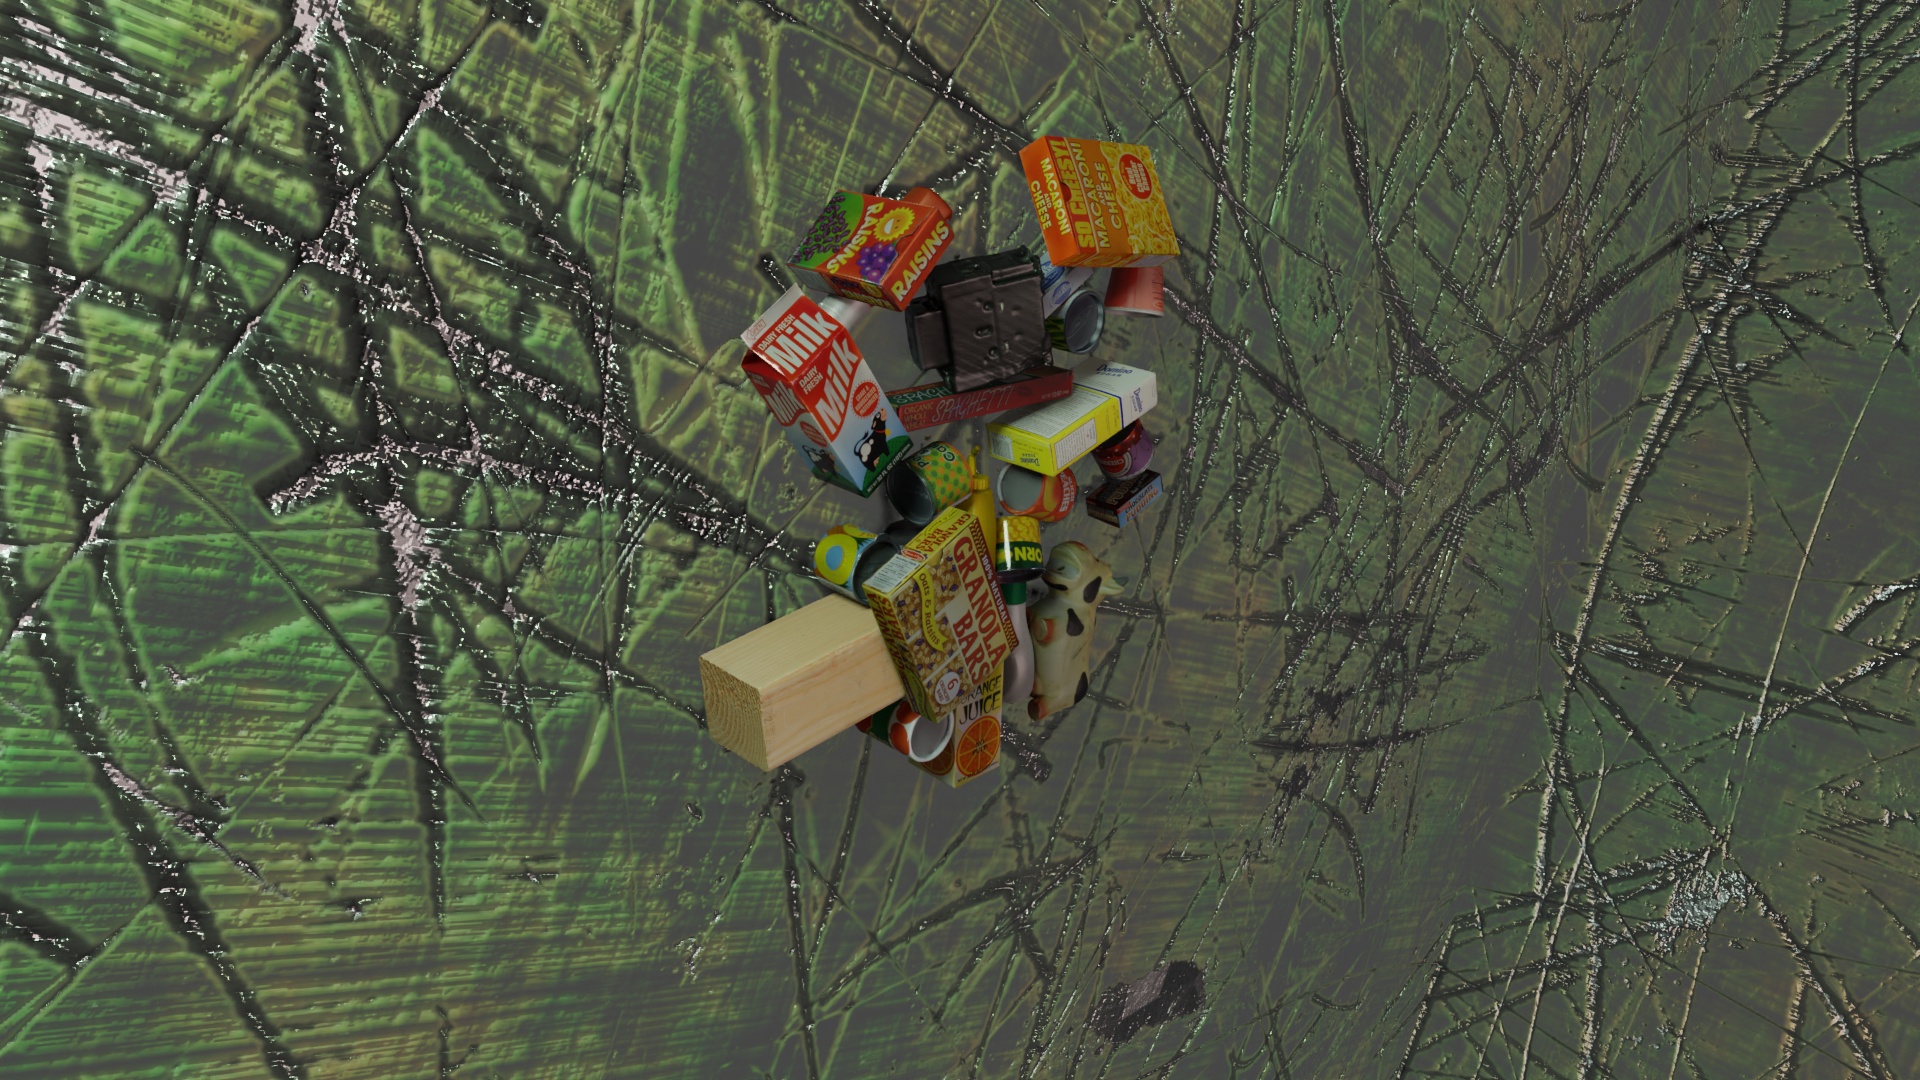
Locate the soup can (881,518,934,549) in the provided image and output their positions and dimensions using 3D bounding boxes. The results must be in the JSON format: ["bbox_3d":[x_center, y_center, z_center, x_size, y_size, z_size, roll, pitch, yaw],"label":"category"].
[{"bbox_3d":[-0.043,0.028,1.373,0.071,0.071,0.083,-24,124,-39],"label":"soup can"}]

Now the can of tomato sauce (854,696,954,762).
[{"bbox_3d":[-0.058,0.181,1.406,0.071,0.083,0.071,-21,121,-41],"label":"can of tomato sauce"}]

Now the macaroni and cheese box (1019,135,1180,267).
[{"bbox_3d":[0.143,-0.339,1.398,0.167,0.040,0.123,-11,83,-45],"label":"macaroni and cheese box"}]

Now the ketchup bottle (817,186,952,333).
[{"bbox_3d":[-0.071,-0.246,1.231,0.043,0.065,0.149,41,81,-17],"label":"ketchup bottle"}]

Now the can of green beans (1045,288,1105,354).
[{"bbox_3d":[0.107,-0.229,1.432,0.071,0.058,0.071,-22,121,-41],"label":"can of green beans"}]

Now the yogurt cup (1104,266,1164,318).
[{"bbox_3d":[0.189,-0.271,1.503,0.072,0.072,0.054,0,98,-48],"label":"yogurt cup"}]

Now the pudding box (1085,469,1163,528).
[{"bbox_3d":[0.190,-0.052,1.605,0.084,0.050,0.030,-37,132,-31],"label":"pudding box"}]

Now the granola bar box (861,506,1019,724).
[{"bbox_3d":[-0.014,0.071,1.301,0.125,0.039,0.164,-42,132,-29],"label":"granola bar box"}]

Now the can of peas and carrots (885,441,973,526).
[{"bbox_3d":[-0.031,-0.058,1.348,0.059,0.071,0.070,-33,129,-35],"label":"can of peas and carrots"}]

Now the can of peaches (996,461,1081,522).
[{"bbox_3d":[0.082,-0.055,1.470,0.058,0.071,0.071,11,98,-48],"label":"can of peaches"}]

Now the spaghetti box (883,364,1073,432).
[{"bbox_3d":[0.012,-0.143,1.371,0.251,0.050,0.028,-17,117,-42],"label":"spaghetti box"}]

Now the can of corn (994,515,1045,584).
[{"bbox_3d":[0.055,0.010,1.453,0.071,0.071,0.058,12,67,-49],"label":"can of corn"}]

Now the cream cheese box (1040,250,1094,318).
[{"bbox_3d":[0.082,-0.254,1.399,0.104,0.053,0.024,-46,133,-25],"label":"cream cheese box"}]

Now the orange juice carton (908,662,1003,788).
[{"bbox_3d":[-0.004,0.153,1.461,0.072,0.073,0.191,-18,119,-42],"label":"orange juice carton"}]

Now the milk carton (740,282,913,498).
[{"bbox_3d":[-0.123,-0.131,1.210,0.072,0.073,0.189,-50,136,-21],"label":"milk carton"}]

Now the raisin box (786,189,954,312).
[{"bbox_3d":[-0.077,-0.247,1.173,0.086,0.123,0.040,-56,139,-14],"label":"raisin box"}]

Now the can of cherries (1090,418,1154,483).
[{"bbox_3d":[0.176,-0.108,1.552,0.072,0.071,0.058,-53,137,-17],"label":"can of cherries"}]

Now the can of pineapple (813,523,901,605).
[{"bbox_3d":[-0.096,0.020,1.315,0.071,0.058,0.070,-22,122,-41],"label":"can of pineapple"}]

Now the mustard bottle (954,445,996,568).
[{"bbox_3d":[0.005,-0.018,1.410,0.049,0.065,0.160,-6,104,-45],"label":"mustard bottle"}]

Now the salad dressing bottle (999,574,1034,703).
[{"bbox_3d":[0.053,0.101,1.515,0.044,0.064,0.147,-8,104,-36],"label":"salad dressing bottle"}]
